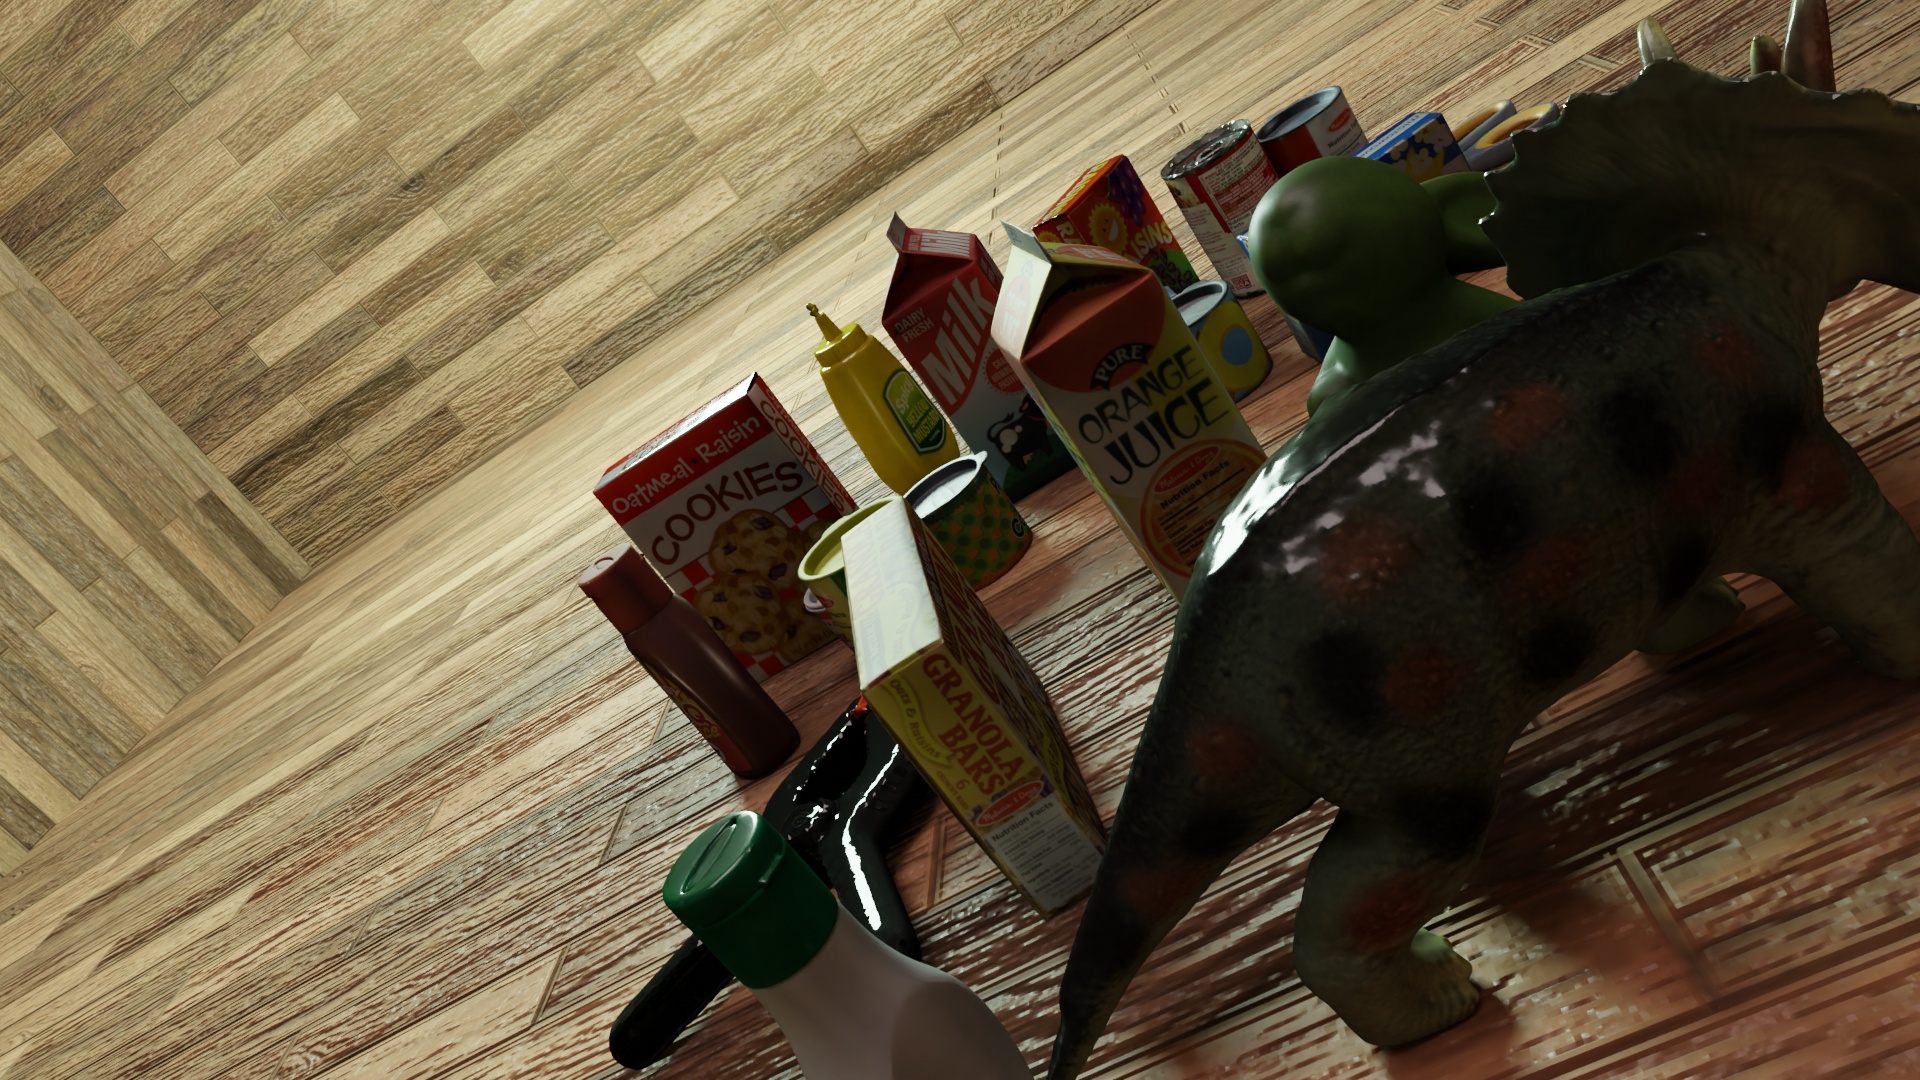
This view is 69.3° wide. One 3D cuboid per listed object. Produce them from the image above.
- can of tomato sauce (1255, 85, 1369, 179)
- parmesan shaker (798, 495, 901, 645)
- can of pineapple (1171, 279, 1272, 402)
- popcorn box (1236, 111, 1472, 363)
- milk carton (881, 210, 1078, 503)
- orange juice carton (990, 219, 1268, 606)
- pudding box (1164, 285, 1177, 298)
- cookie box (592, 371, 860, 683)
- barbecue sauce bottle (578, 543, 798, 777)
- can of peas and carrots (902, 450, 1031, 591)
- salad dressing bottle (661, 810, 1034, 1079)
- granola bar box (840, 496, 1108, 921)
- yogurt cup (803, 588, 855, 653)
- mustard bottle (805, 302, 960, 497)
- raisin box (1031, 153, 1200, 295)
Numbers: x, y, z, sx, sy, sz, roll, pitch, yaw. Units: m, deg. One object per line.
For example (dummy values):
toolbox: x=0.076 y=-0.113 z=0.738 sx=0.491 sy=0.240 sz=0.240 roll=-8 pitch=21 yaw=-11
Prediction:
can of tomato sauce: x=0.249 y=-0.258 z=0.957 sx=0.071 sy=0.083 sz=0.071 roll=-31 pitch=21 yaw=13
parmesan shaker: x=-0.028 y=0.036 z=0.720 sx=0.071 sy=0.103 sz=0.071 roll=-31 pitch=21 yaw=13
can of pineapple: x=0.148 y=-0.117 z=0.843 sx=0.071 sy=0.057 sz=0.071 roll=-31 pitch=21 yaw=13
popcorn box: x=0.233 y=-0.172 z=0.790 sx=0.127 sy=0.085 sz=0.038 roll=-35 pitch=20 yaw=2
milk carton: x=0.010 y=-0.125 z=0.890 sx=0.073 sy=0.190 sz=0.072 roll=-31 pitch=21 yaw=14
orange juice carton: x=0.078 y=-0.067 z=0.651 sx=0.073 sy=0.192 sz=0.072 roll=-35 pitch=20 yaw=3
pudding box: x=0.117 y=-0.125 z=0.921 sx=0.083 sy=0.049 sz=0.030 roll=-34 pitch=20 yaw=6
cookie box: x=-0.131 y=-0.005 z=0.882 sx=0.123 sy=0.167 sz=0.040 roll=-30 pitch=21 yaw=16
barbecue sauce bottle: x=-0.155 y=0.068 z=0.787 sx=0.044 sy=0.148 sz=0.065 roll=-44 pitch=22 yaw=-22
can of peas and carrots: x=0.003 y=-0.011 z=0.838 sx=0.071 sy=0.058 sz=0.071 roll=-31 pitch=21 yaw=13
salad dressing bottle: x=-0.030 y=0.145 z=0.422 sx=0.044 sy=0.147 sz=0.064 roll=-19 pitch=26 yaw=39
granola bar box: x=0.002 y=0.063 z=0.584 sx=0.039 sy=0.124 sz=0.166 roll=-34 pitch=20 yaw=5
yogurt cup: x=-0.051 y=0.037 z=0.827 sx=0.072 sy=0.054 sz=0.073 roll=-31 pitch=21 yaw=13
mustard bottle: x=-0.063 y=-0.106 z=1.007 sx=0.048 sy=0.160 sz=0.066 roll=-20 pitch=25 yaw=37
raisin box: x=0.114 y=-0.195 z=0.975 sx=0.040 sy=0.123 sz=0.086 roll=-11 pitch=31 yaw=49
